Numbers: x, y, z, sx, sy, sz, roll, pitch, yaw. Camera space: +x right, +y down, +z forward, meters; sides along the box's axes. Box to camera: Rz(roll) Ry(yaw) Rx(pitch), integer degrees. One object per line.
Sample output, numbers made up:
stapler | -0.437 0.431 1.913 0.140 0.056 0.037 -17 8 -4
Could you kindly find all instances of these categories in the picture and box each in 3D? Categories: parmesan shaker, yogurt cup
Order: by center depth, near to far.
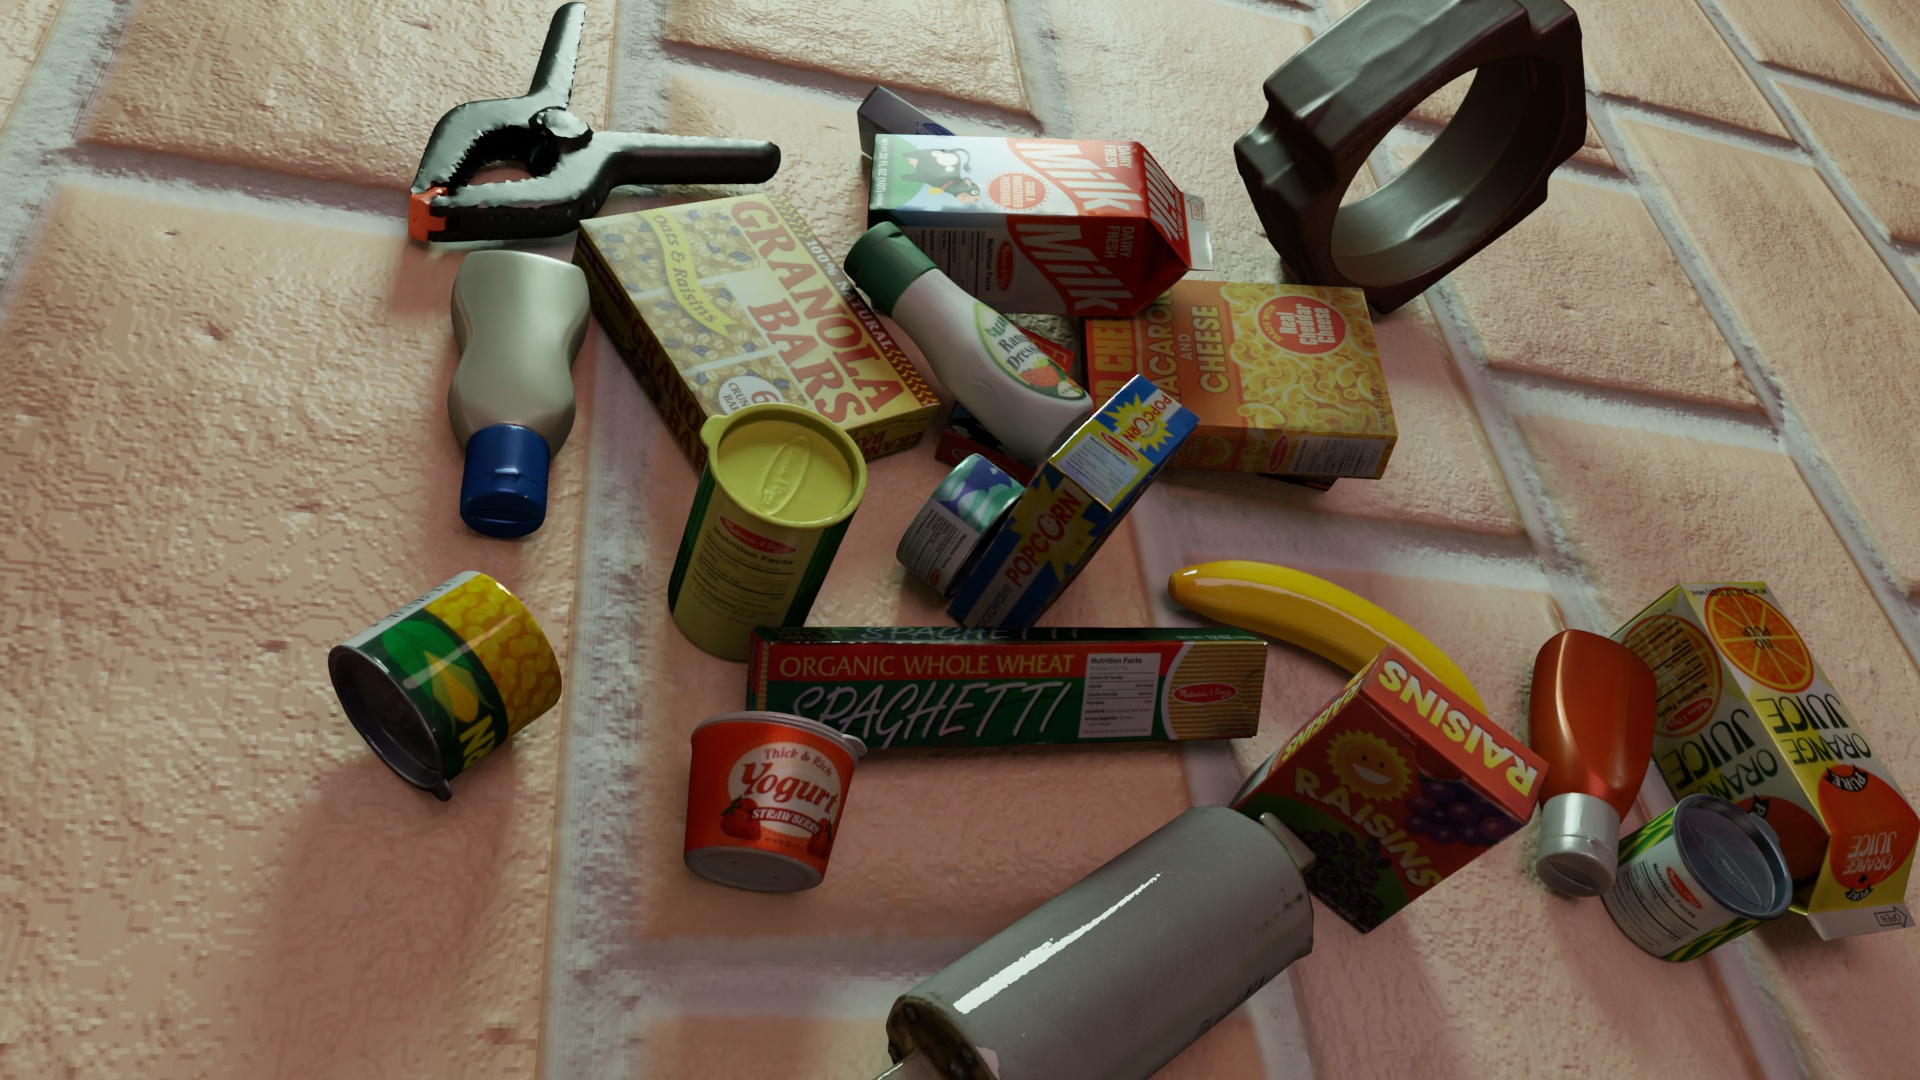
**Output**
yogurt cup | -0.077 0.105 0.550 0.072 0.072 0.054 14 58 -13
parmesan shaker | -0.089 -0.003 0.603 0.071 0.102 0.072 12 50 -15

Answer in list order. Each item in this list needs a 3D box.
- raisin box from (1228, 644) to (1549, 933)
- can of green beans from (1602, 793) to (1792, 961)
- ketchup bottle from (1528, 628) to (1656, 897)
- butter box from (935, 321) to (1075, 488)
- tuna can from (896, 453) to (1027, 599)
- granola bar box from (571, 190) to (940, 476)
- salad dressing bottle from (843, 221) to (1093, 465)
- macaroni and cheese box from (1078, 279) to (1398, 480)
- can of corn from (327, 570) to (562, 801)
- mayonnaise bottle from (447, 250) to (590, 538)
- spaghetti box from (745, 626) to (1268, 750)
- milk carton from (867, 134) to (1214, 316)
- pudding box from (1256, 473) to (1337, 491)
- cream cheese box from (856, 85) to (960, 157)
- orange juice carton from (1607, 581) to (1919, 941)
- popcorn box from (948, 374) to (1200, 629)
raisin box | 0.184 0.113 0.617 0.086 0.122 0.040 39 49 8
can of green beans | 0.366 0.169 0.694 0.071 0.057 0.071 12 50 -14
ketchup bottle | 0.329 0.116 0.730 0.065 0.043 0.149 29 48 1
butter box | 0.026 -0.076 0.763 0.053 0.024 0.104 25 48 -5
tuna can | 0.002 -0.008 0.672 0.033 0.070 0.071 38 49 8
granola bar box | -0.107 -0.105 0.718 0.125 0.038 0.166 -20 64 -35
salad dressing bottle | 0.002 -0.104 0.720 0.148 0.043 0.064 44 31 9
macaroni and cheese box | 0.153 -0.094 0.794 0.166 0.040 0.124 3 50 -1
can of corn | -0.196 0.055 0.536 0.071 0.070 0.058 41 49 11
mayonnaise bottle | -0.208 -0.071 0.647 0.065 0.041 0.149 5 53 -18
spaghetti box | 0.026 0.066 0.631 0.250 0.050 0.029 2 10 -22
milk carton | 0.045 -0.177 0.783 0.191 0.073 0.073 2 50 0
pudding box | 0.200 -0.074 0.833 0.050 0.030 0.084 11 50 -14
cream cheese box | -0.014 -0.231 0.847 0.104 0.053 0.024 34 82 5
orange juice carton | 0.438 0.121 0.754 0.072 0.072 0.193 0 55 -24
popcorn box | 0.051 -0.010 0.653 0.038 0.126 0.085 41 50 7
